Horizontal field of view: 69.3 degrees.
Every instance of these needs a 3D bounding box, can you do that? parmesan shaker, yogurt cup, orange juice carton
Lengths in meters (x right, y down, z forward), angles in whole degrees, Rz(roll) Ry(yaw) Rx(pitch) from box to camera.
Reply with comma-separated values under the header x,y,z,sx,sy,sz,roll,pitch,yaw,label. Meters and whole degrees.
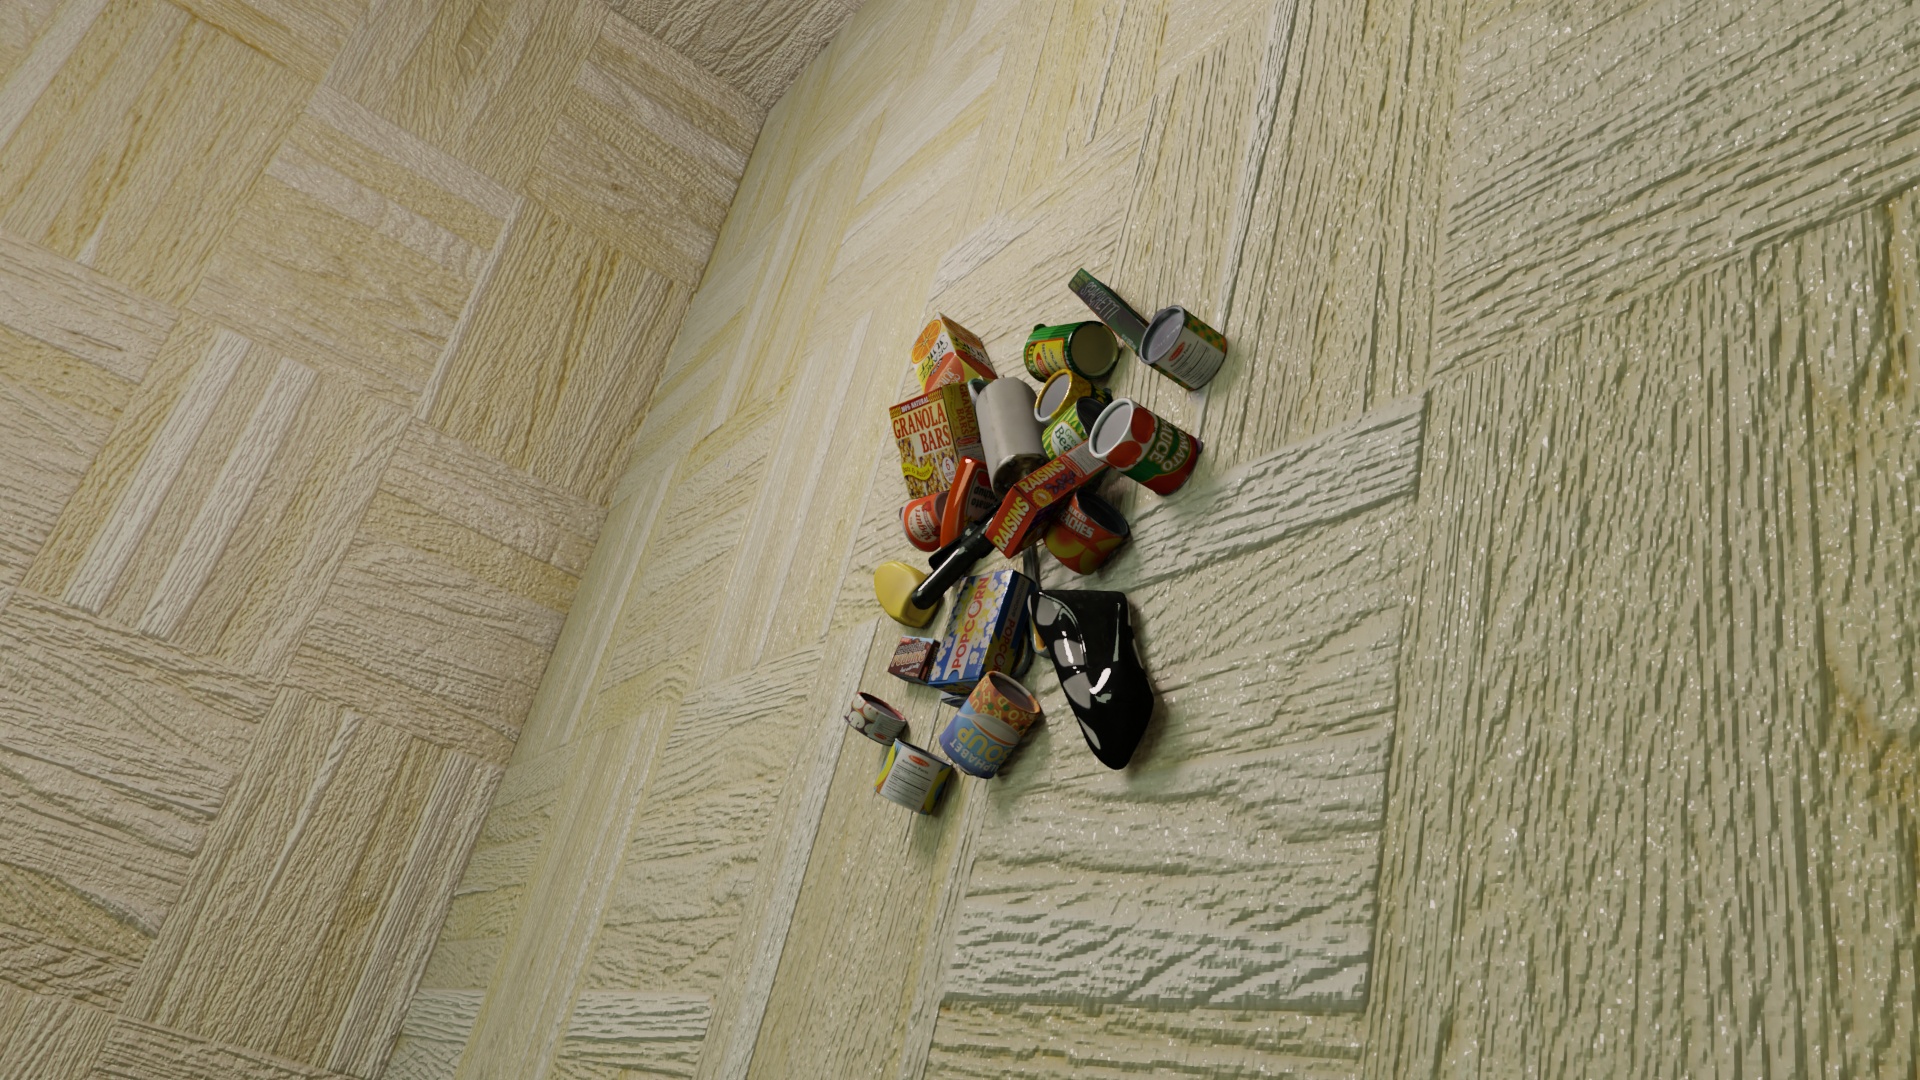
x,y,z,sx,sy,sz,roll,pitch,yaw,label
0.123,-0.215,1.570,0.103,0.071,0.071,7,71,64,parmesan shaker
-0.030,-0.025,1.680,0.053,0.072,0.073,-26,42,41,yogurt cup
-0.007,-0.222,1.824,0.071,0.073,0.193,-52,27,20,orange juice carton

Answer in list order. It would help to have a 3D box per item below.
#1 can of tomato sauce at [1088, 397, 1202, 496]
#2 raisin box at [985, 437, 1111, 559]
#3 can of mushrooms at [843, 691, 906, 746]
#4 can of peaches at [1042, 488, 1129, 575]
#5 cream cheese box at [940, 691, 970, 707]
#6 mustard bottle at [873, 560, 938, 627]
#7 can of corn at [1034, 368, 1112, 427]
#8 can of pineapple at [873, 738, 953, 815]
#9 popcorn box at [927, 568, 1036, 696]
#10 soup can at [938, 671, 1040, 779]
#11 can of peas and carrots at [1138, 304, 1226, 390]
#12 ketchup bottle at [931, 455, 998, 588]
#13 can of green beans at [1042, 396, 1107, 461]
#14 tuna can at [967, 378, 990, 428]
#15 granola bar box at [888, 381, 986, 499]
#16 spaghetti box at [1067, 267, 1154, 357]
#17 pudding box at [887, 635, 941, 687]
x,y,z,sx,sy,sz,roll,pitch,yaw,label
0.176,-0.091,1.328,0.071,0.083,0.071,-44,30,35,can of tomato sauce
0.089,-0.043,1.392,0.124,0.040,0.085,-33,-18,-38,raisin box
-0.098,0.201,1.572,0.033,0.071,0.071,-60,25,4,can of mushrooms
0.121,-0.008,1.364,0.058,0.071,0.071,-51,27,25,can of peaches
0.015,0.126,1.485,0.053,0.024,0.104,-20,48,56,cream cheese box
-0.073,0.056,1.695,0.065,0.049,0.160,-60,24,4,mustard bottle
0.124,-0.148,1.516,0.071,0.058,0.071,-43,31,35,can of corn
-0.049,0.245,1.438,0.058,0.071,0.071,-65,25,-5,can of pineapple
0.023,0.095,1.432,0.085,0.038,0.127,-11,53,50,popcorn box
0.029,0.180,1.351,0.083,0.071,0.071,-55,26,15,soup can
0.220,-0.192,1.377,0.070,0.058,0.071,-44,30,33,can of peas and carrots
0.006,-0.020,1.612,0.043,0.065,0.148,22,93,48,ketchup bottle
0.128,-0.108,1.457,0.057,0.071,0.071,-43,31,37,can of green beans
0.030,-0.166,1.710,0.032,0.071,0.071,-48,28,26,tuna can
-0.029,-0.120,1.714,0.165,0.039,0.124,-11,93,64,granola bar box
0.177,-0.243,1.522,0.028,0.050,0.251,-53,26,15,spaghetti box
-0.046,0.137,1.583,0.083,0.030,0.050,0,64,62,pudding box
